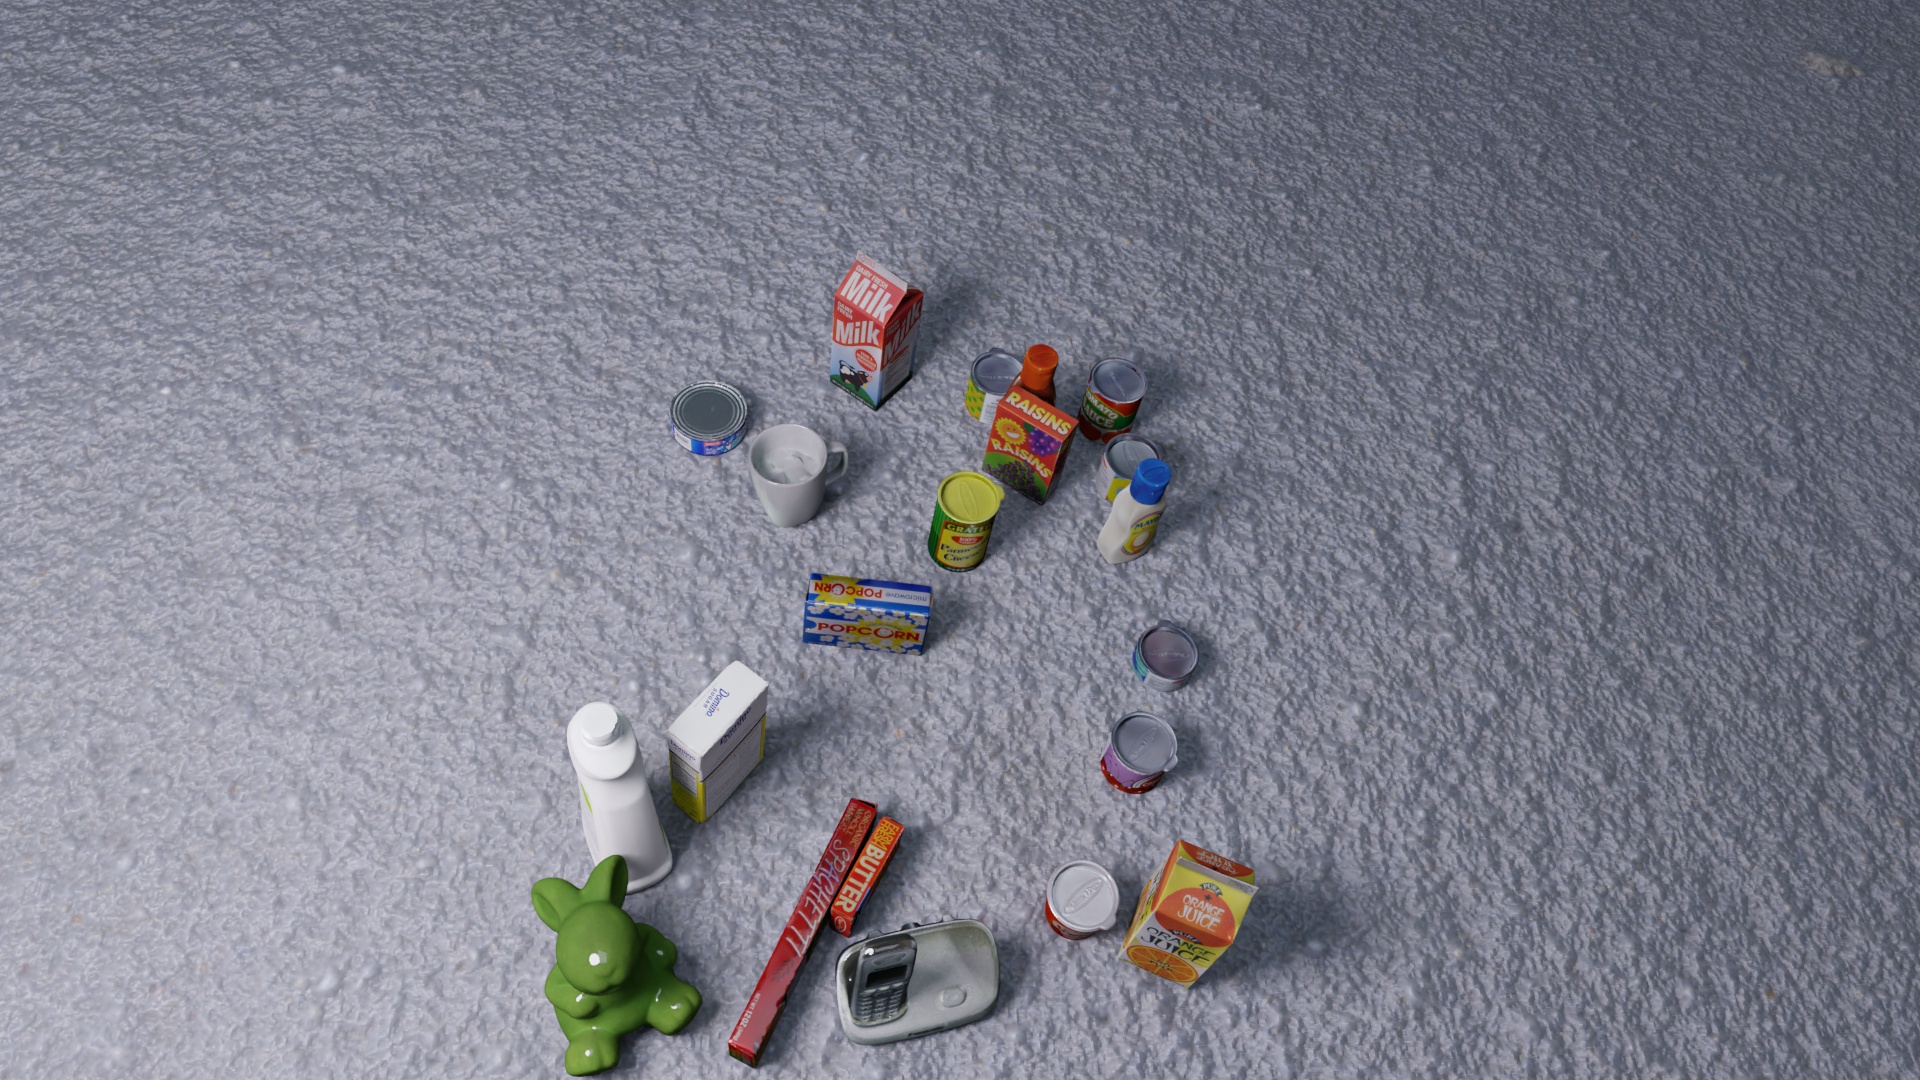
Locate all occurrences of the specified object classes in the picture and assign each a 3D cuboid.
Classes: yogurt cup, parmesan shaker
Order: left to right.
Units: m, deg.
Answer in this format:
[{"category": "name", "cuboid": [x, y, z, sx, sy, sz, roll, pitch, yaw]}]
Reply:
[{"category": "parmesan shaker", "cuboid": [0.005, -0.019, 1.483, 0.071, 0.102, 0.071, 4, 57, -6]}, {"category": "yogurt cup", "cuboid": [0.110, 0.338, 1.296, 0.072, 0.053, 0.073, 4, 57, -6]}]

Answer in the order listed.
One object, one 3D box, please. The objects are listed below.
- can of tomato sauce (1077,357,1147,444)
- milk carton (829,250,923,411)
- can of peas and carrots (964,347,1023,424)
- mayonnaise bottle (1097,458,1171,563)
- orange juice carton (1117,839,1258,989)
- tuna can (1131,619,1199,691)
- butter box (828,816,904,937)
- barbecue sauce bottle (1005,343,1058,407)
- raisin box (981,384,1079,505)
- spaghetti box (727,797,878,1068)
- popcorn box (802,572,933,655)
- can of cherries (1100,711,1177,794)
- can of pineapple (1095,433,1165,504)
[{"category": "can of tomato sauce", "cuboid": [0.174, -0.160, 1.613, 0.071, 0.082, 0.071, 4, 57, -6]}, {"category": "milk carton", "cuboid": [-0.095, -0.241, 1.561, 0.072, 0.189, 0.074, 36, 59, 14]}, {"category": "can of peas and carrots", "cuboid": [0.040, -0.179, 1.620, 0.071, 0.058, 0.071, 4, 57, -6]}, {"category": "mayonnaise bottle", "cuboid": [0.191, -0.032, 1.493, 0.065, 0.147, 0.041, -20, 63, -20]}, {"category": "orange juice carton", "cuboid": [0.203, 0.327, 1.235, 0.072, 0.191, 0.073, 23, 57, 6]}, {"category": "tuna can", "cuboid": [0.215, 0.122, 1.466, 0.071, 0.032, 0.071, 4, 57, -6]}, {"category": "butter box", "cuboid": [-0.087, 0.310, 1.285, 0.024, 0.052, 0.104, 26, 57, 8]}, {"category": "barbecue sauce bottle", "cuboid": [0.079, -0.160, 1.559, 0.065, 0.147, 0.044, -13, 60, -16]}, {"category": "raisin box", "cuboid": [0.076, -0.105, 1.538, 0.086, 0.122, 0.040, 32, 59, 12]}, {"category": "spaghetti box", "cuboid": [-0.139, 0.348, 1.254, 0.029, 0.050, 0.251, 23, 57, 6]}, {"category": "popcorn box", "cuboid": [-0.095, 0.076, 1.417, 0.127, 0.084, 0.038, 7, 57, -4]}, {"category": "can of cherries", "cuboid": [0.178, 0.214, 1.385, 0.071, 0.058, 0.072, 4, 57, -6]}, {"category": "can of pineapple", "cuboid": [0.193, -0.079, 1.578, 0.071, 0.057, 0.071, 4, 57, -6]}]
